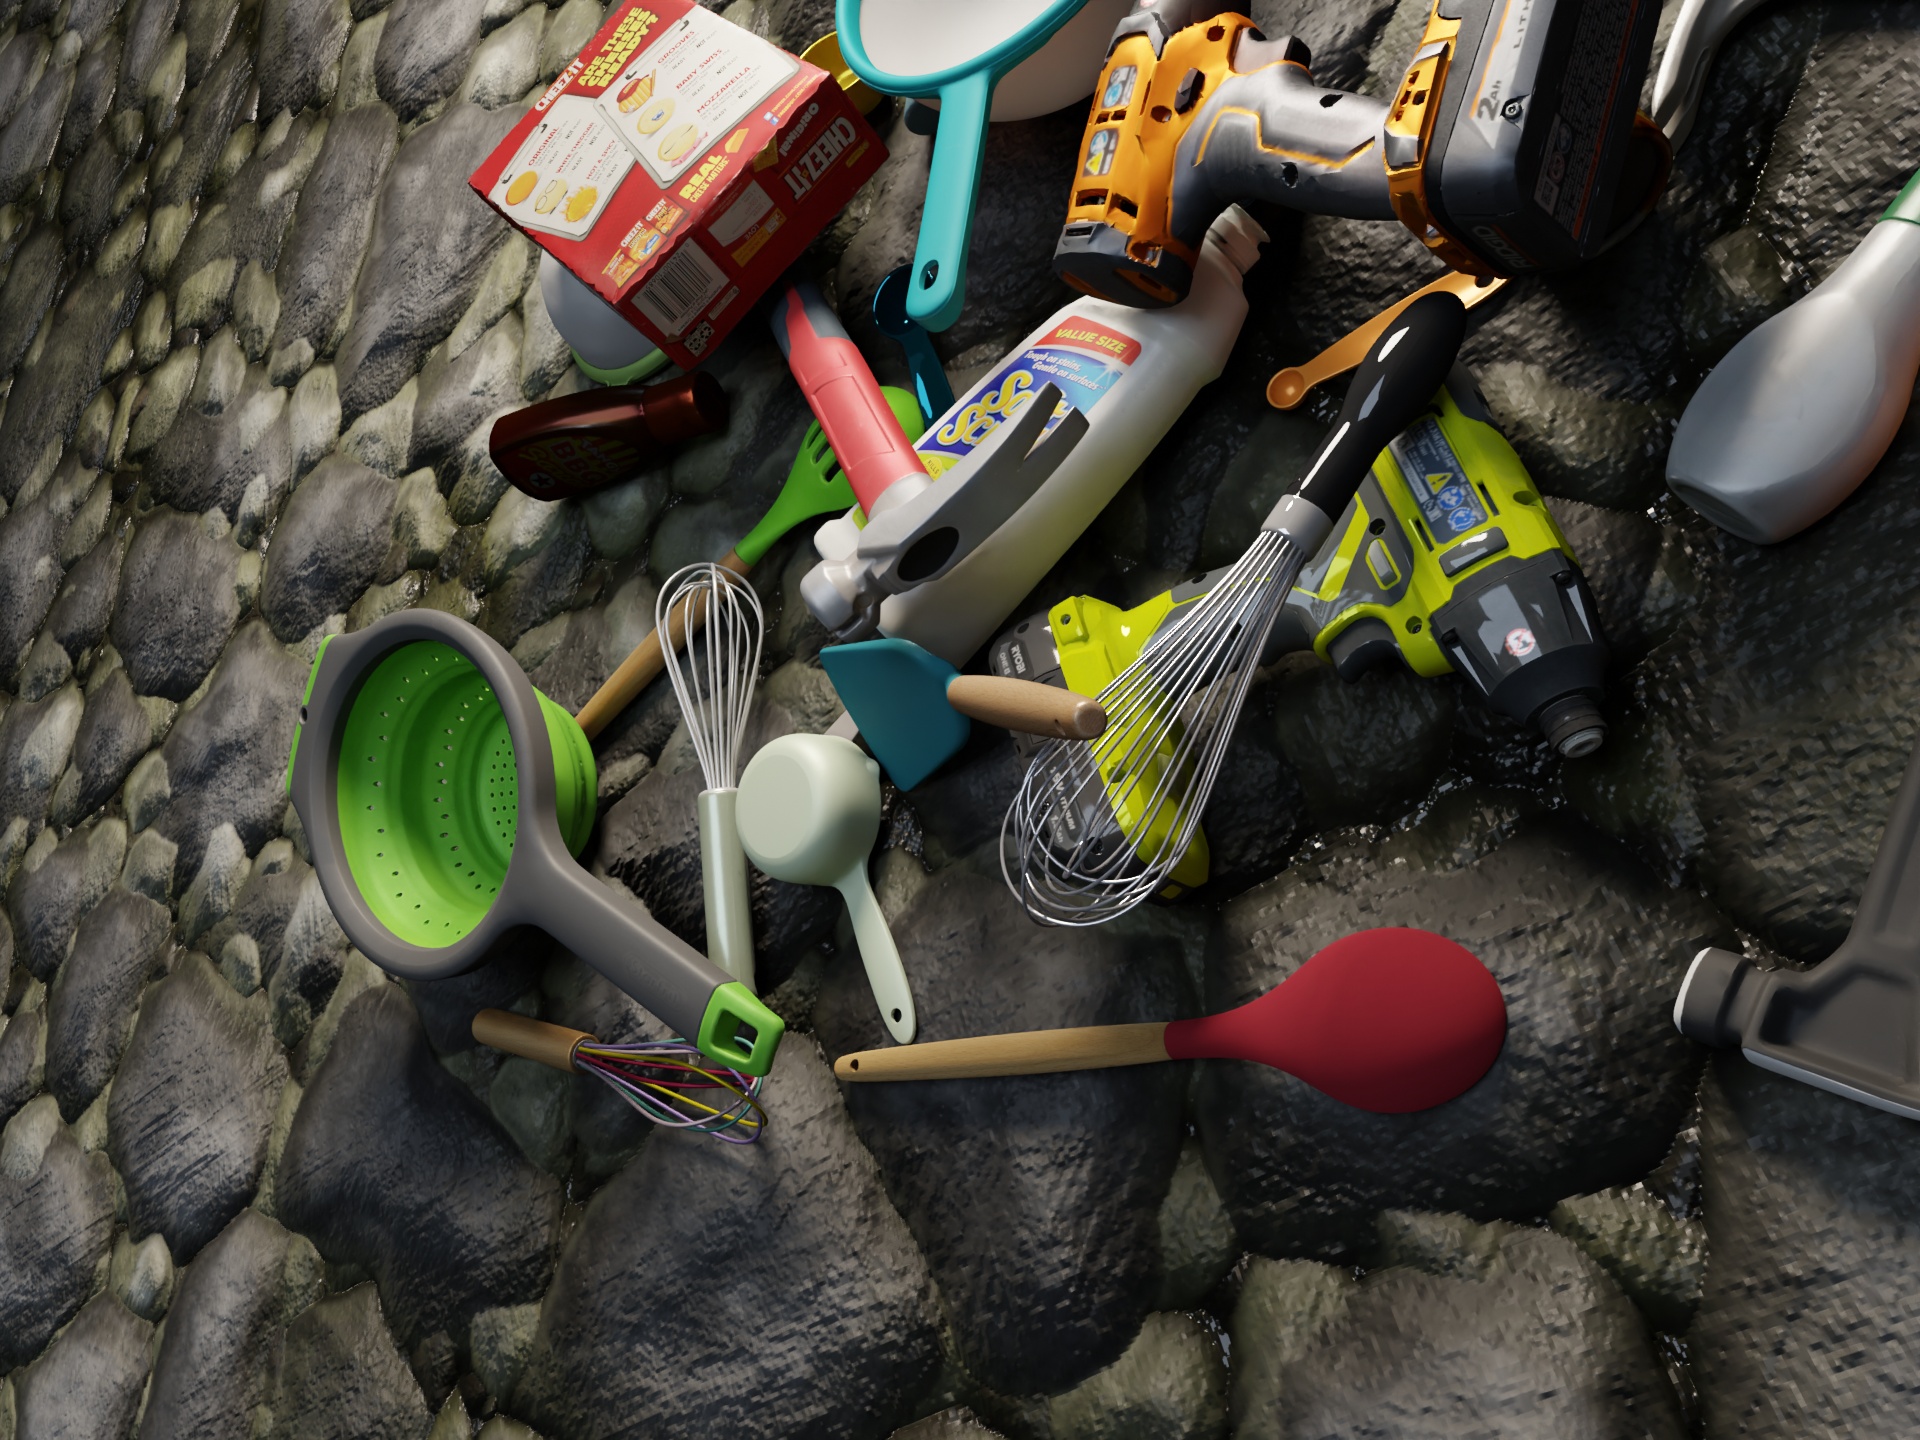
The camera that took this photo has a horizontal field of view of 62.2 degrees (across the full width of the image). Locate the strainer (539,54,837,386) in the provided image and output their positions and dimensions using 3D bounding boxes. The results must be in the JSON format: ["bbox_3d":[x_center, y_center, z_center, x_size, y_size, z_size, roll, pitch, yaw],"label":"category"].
[{"bbox_3d":[-0.183,-0.328,0.994,0.256,0.069,0.152,-42,53,21],"label":"strainer"}]

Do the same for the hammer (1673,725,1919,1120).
[{"bbox_3d":[0.342,-0.038,0.503,0.127,0.034,0.337,17,85,41],"label":"hammer"}]

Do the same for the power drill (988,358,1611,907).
[{"bbox_3d":[0.133,-0.023,0.636,0.223,0.080,0.171,-30,57,23],"label":"power drill"}]

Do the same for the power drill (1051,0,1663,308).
[{"bbox_3d":[0.143,-0.249,0.622,0.227,0.084,0.164,13,88,47],"label":"power drill"}]

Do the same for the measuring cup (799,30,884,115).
[{"bbox_3d":[-0.086,-0.333,0.923,0.062,0.029,0.156,11,71,31],"label":"measuring cup"}]

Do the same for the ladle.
[{"bbox_3d":[0.067,0.134,0.664,0.315,0.031,0.069,-14,67,36],"label":"ladle"}]

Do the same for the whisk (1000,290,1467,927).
[{"bbox_3d":[0.106,-0.045,0.584,0.070,0.070,0.284,29,81,41],"label":"whisk"}]

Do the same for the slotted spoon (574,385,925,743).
[{"bbox_3d":[-0.138,-0.074,0.898,0.313,0.031,0.070,-43,55,20],"label":"slotted spoon"}]

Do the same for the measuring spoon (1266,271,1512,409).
[{"bbox_3d":[0.187,-0.166,0.689,0.117,0.011,0.021,-27,59,24],"label":"measuring spoon"}]

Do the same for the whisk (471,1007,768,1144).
[{"bbox_3d":[-0.186,0.176,0.837,0.245,0.047,0.051,3,77,42],"label":"whisk"}]

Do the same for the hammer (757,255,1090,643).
[{"bbox_3d":[-0.059,-0.196,0.819,0.143,0.038,0.387,-40,41,12],"label":"hammer"}]

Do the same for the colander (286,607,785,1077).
[{"bbox_3d":[-0.214,0.073,0.863,0.397,0.094,0.204,28,106,32],"label":"colander"}]

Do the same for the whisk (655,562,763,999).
[{"bbox_3d":[-0.125,0.032,0.834,0.058,0.059,0.246,141,126,-63],"label":"whisk"}]

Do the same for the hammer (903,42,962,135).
[{"bbox_3d":[-0.023,-0.492,0.951,0.128,0.033,0.331,-18,64,32],"label":"hammer"}]

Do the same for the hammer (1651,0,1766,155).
[{"bbox_3d":[0.419,-0.236,0.511,0.359,0.036,0.149,28,92,41],"label":"hammer"}]

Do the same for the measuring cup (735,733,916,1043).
[{"bbox_3d":[-0.063,0.080,0.770,0.083,0.038,0.168,-40,58,29],"label":"measuring cup"}]

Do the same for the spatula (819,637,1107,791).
[{"bbox_3d":[-0.001,-0.002,0.637,0.044,0.082,0.317,-32,8,-9],"label":"spatula"}]

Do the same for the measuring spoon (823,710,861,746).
[{"bbox_3d":[-0.062,0.016,0.817,0.124,0.018,0.034,-50,56,22],"label":"measuring spoon"}]

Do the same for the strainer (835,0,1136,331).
[{"bbox_3d":[0.034,-0.328,0.800,0.211,0.095,0.340,-5,67,38],"label":"strainer"}]

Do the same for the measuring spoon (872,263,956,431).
[{"bbox_3d":[-0.014,-0.186,0.851,0.042,0.021,0.129,-27,68,27],"label":"measuring spoon"}]
